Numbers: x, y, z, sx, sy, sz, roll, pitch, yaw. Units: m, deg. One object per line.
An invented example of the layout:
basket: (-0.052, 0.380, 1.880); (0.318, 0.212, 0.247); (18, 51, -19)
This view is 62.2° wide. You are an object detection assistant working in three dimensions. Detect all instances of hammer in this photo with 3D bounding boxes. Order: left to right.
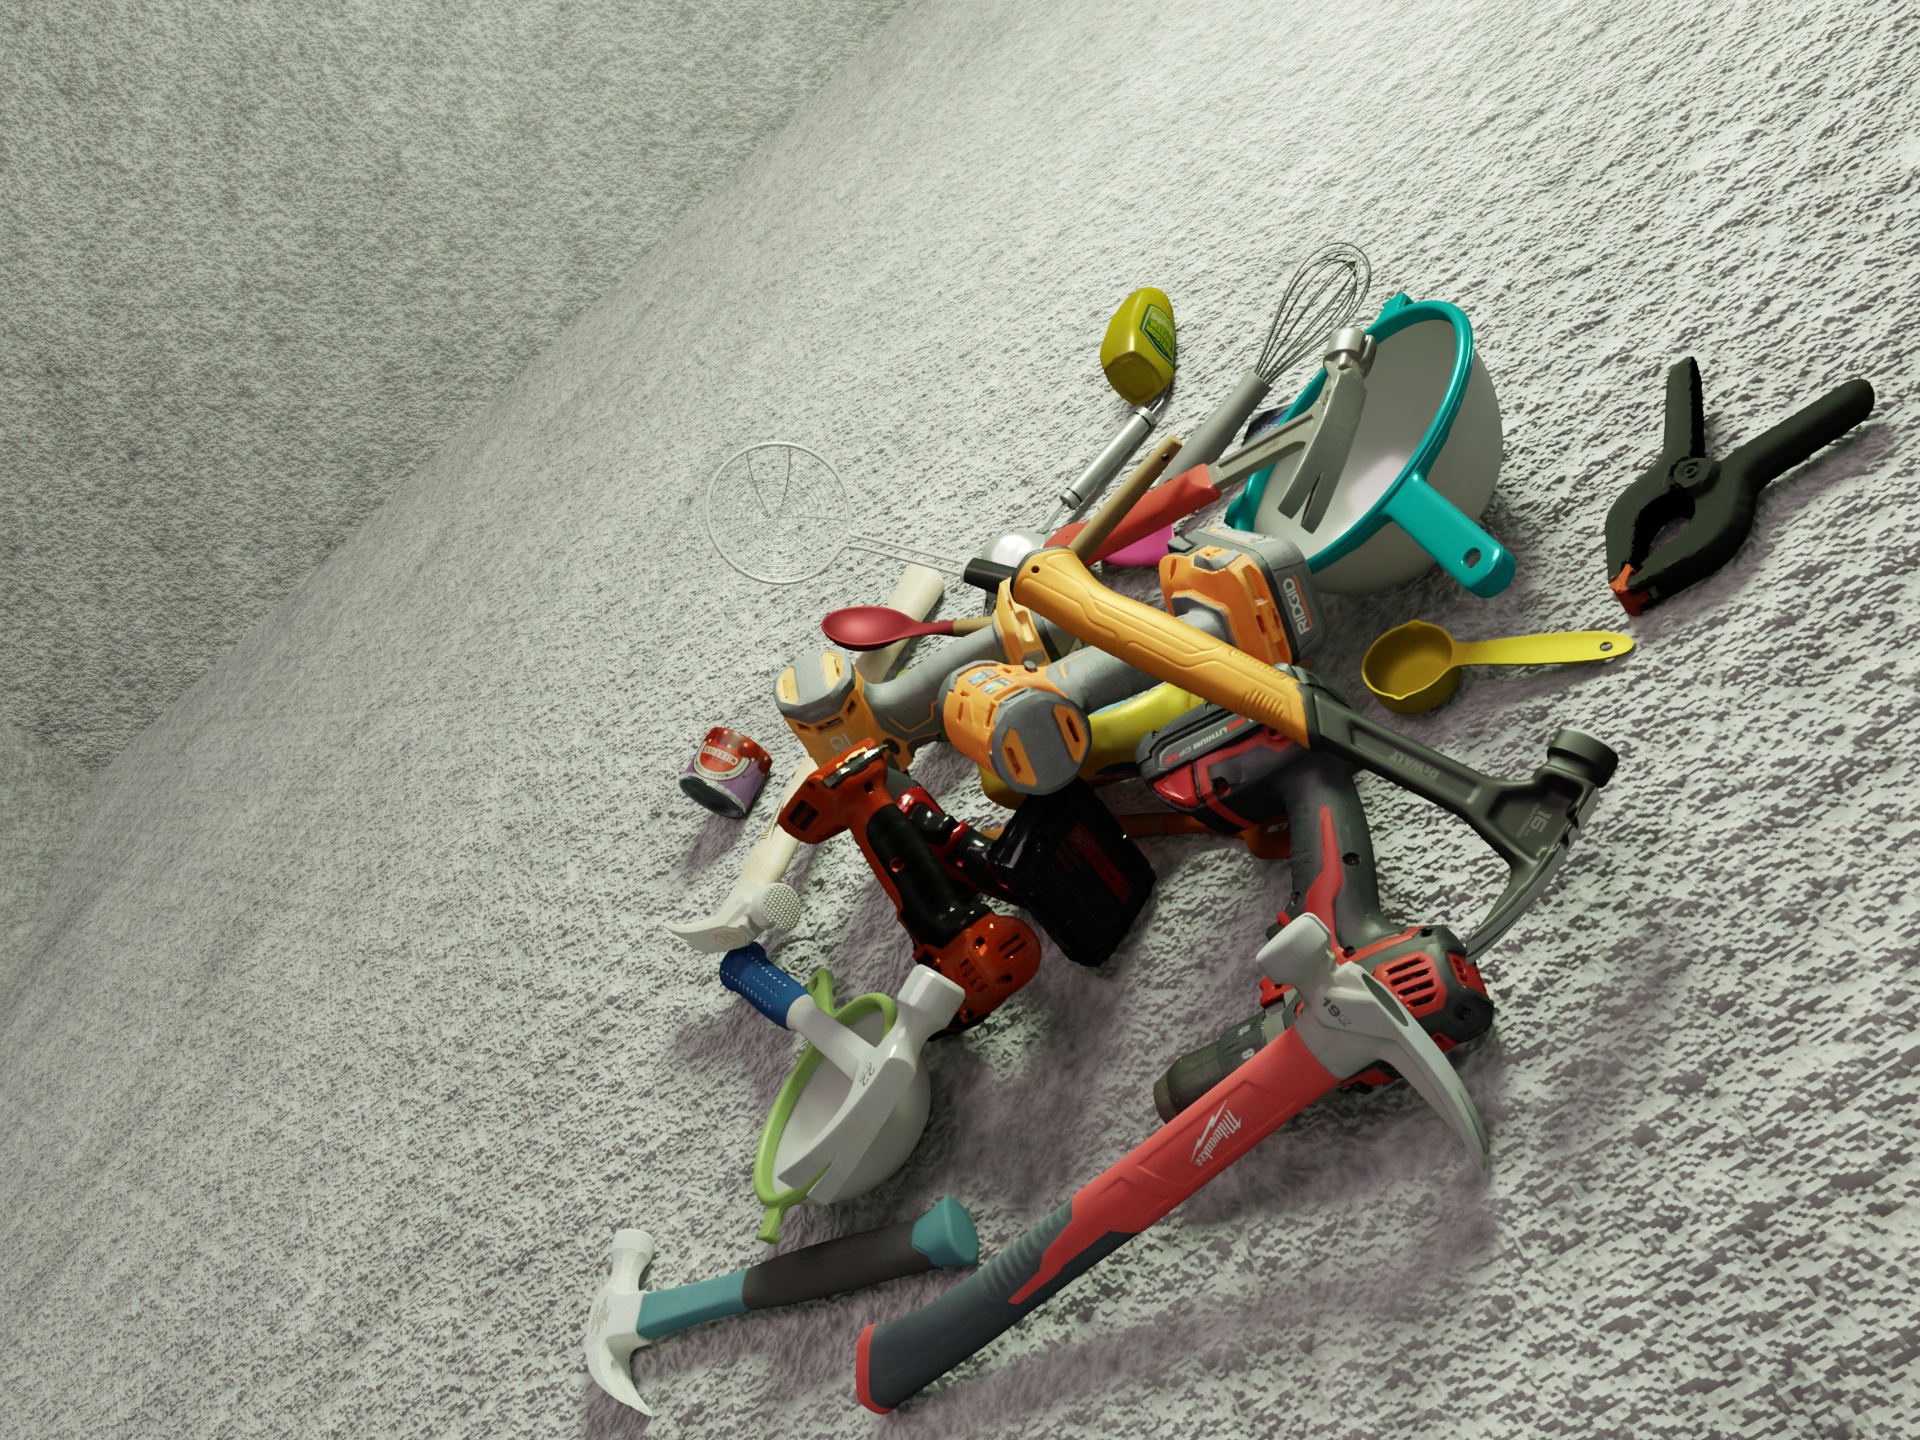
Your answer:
hammer: (-0.123, 0.361, 1.022); (0.331, 0.033, 0.128); (-26, 37, 31)
hammer: (-0.109, 0.203, 1.067); (0.144, 0.035, 0.405); (-58, 17, -10)
hammer: (-0.114, 0.018, 1.340); (0.146, 0.038, 0.411); (-19, 36, 45)
hammer: (0.088, 0.271, 0.835); (0.386, 0.143, 0.038); (-45, -10, 22)
hammer: (0.157, -0.154, 1.147); (0.359, 0.036, 0.149); (-22, 41, 61)
hammer: (0.160, -0.005, 0.844); (0.337, 0.034, 0.127); (30, 76, 28)

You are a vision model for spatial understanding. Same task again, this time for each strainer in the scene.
strainer: (-0.071, 0.242, 1.074); (0.151, 0.069, 0.256); (-53, 15, 9)
strainer: (0.087, -0.185, 1.358); (0.258, 0.050, 0.087); (-48, 18, -6)
strainer: (0.287, -0.131, 0.978); (0.211, 0.095, 0.341); (-53, 20, 18)

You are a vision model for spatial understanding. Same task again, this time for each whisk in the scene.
whisk: (0.226, -0.261, 1.215); (0.239, 0.055, 0.055); (-52, 31, 13)

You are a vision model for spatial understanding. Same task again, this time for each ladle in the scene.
ladle: (0.020, -0.077, 1.279); (0.315, 0.031, 0.069); (0, 29, 34)
ladle: (0.057, -0.098, 1.201); (0.320, 0.078, 0.062); (-49, 24, 26)

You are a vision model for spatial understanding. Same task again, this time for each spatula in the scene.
spatula: (0.113, 0.066, 1.050); (0.323, 0.041, 0.081); (-10, 61, 45)

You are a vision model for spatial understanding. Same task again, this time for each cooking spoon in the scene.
cooking spoon: (0.176, -0.104, 1.182); (0.069, 0.017, 0.319); (-50, 31, 8)

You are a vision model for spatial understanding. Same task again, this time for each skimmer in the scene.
skimmer: (-0.056, -0.148, 1.330); (0.363, 0.090, 0.127); (18, 83, 33)

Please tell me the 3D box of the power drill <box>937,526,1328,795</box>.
power drill: (0.093, -0.040, 0.991); (0.226, 0.084, 0.164); (-28, 19, -12)

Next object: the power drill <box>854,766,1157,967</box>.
power drill: (0.010, 0.083, 1.063); (0.220, 0.143, 0.078); (7, 53, 50)

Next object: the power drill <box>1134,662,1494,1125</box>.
power drill: (0.168, 0.104, 0.876); (0.188, 0.080, 0.227); (-31, 55, 25)

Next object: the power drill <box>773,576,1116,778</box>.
power drill: (-0.002, -0.004, 1.175); (0.226, 0.185, 0.084); (-22, 45, 6)

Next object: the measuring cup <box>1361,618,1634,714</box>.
measuring cup: (0.317, -0.032, 0.942); (0.156, 0.029, 0.062); (-3, 52, 33)
